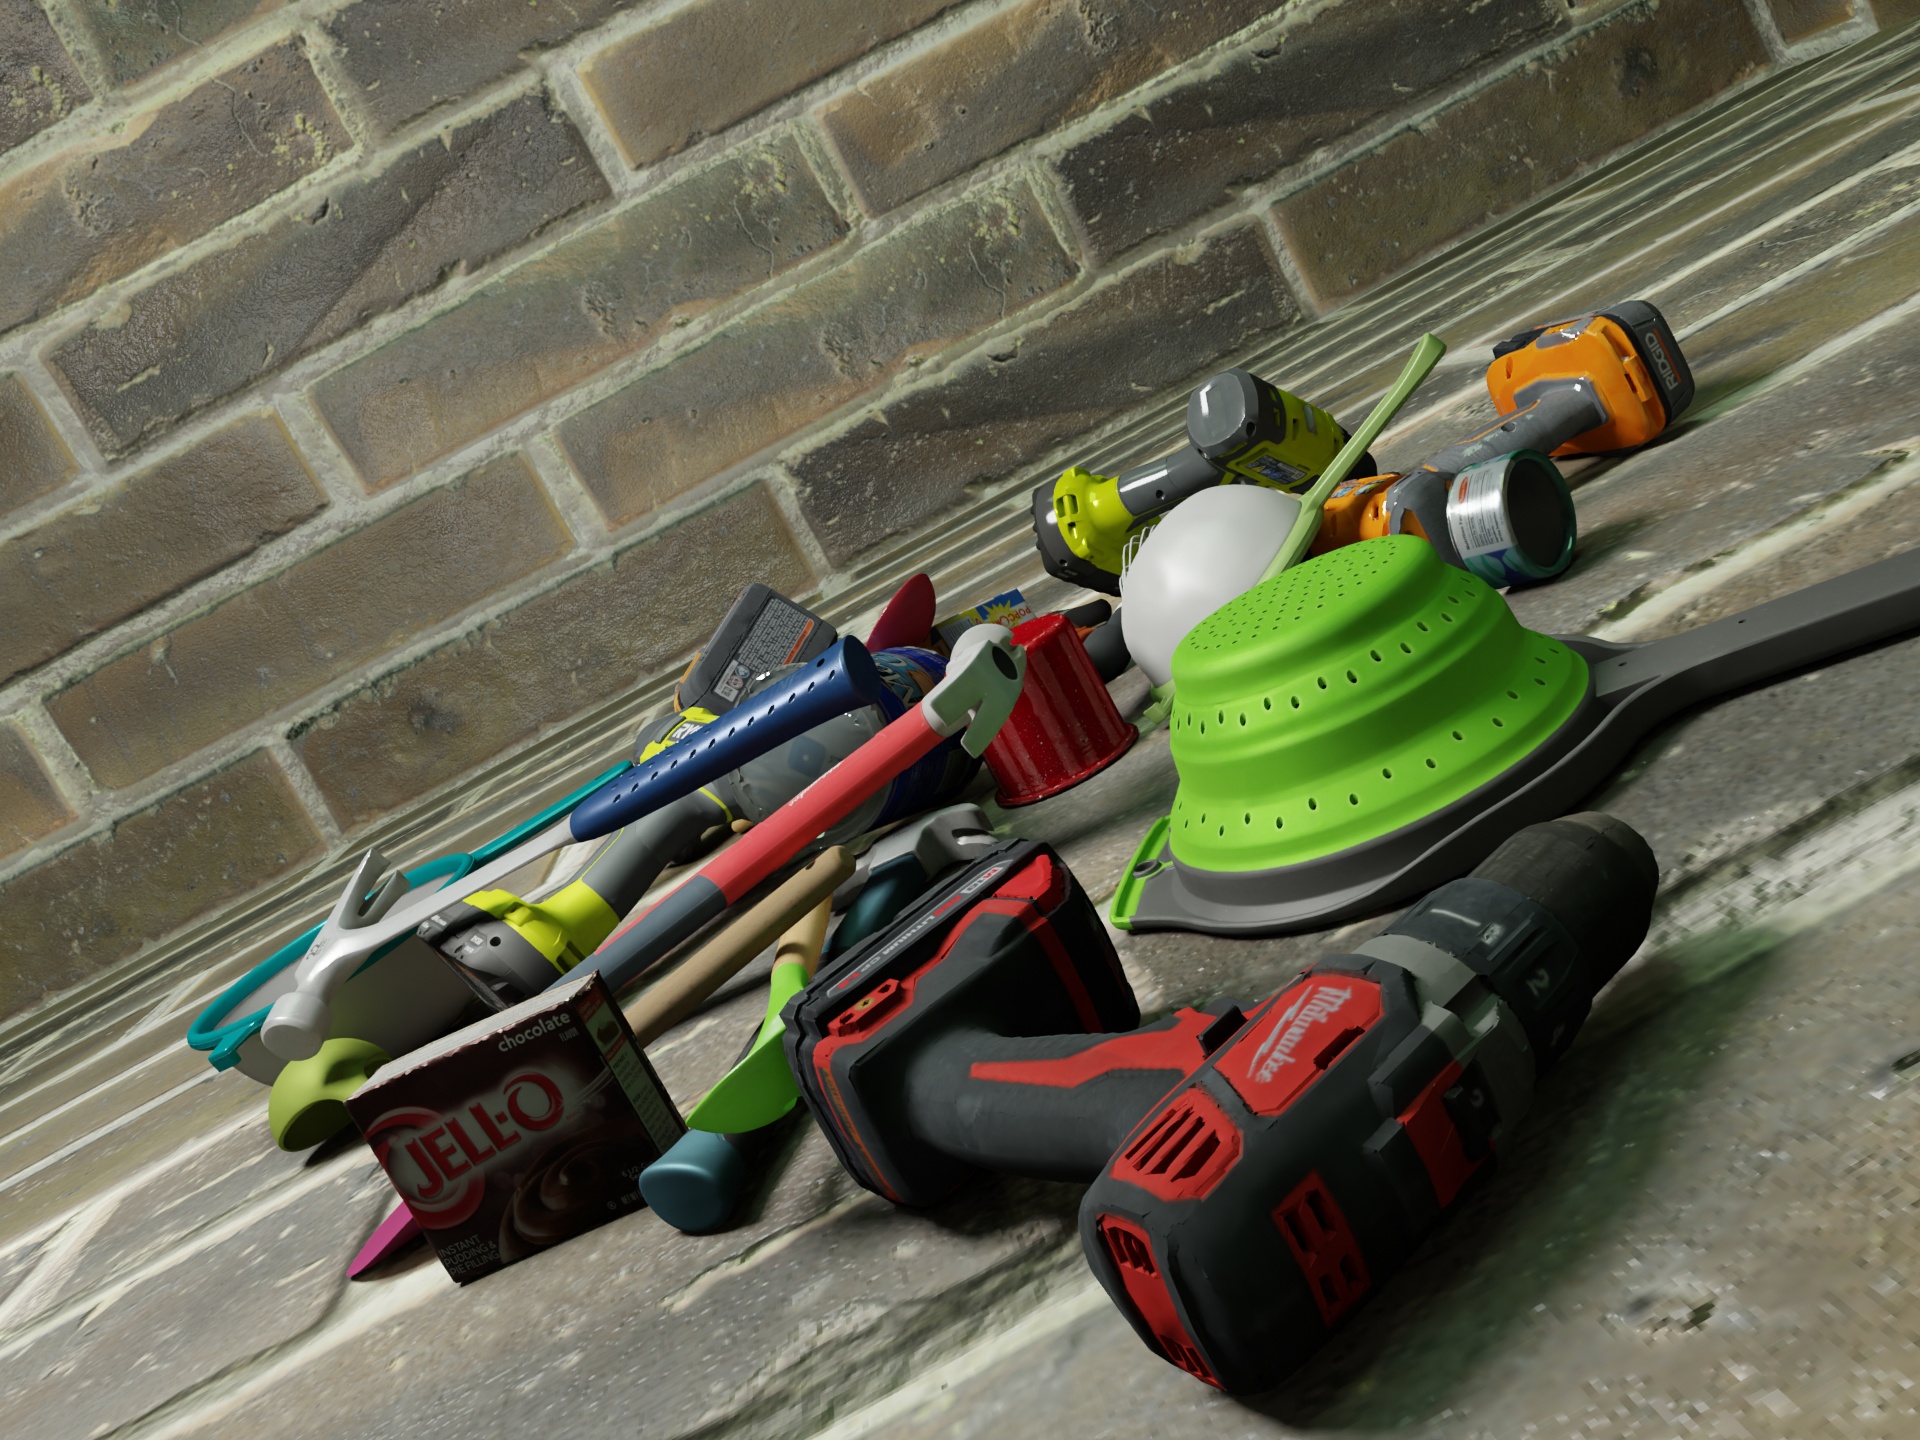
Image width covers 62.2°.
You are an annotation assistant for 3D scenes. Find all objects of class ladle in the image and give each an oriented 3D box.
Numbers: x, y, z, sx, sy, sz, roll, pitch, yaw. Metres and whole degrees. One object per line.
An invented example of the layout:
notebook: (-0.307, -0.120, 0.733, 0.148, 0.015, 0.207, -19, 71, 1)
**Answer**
ladle: (-0.297, 0.219, 0.853, 0.078, 0.062, 0.320, -38, 21, -34)
ladle: (-0.095, 0.002, 1.096, 0.069, 0.031, 0.315, -41, -4, -44)

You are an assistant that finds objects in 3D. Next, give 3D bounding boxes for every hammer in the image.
hammer: (-0.061, 0.119, 0.719, 0.128, 0.033, 0.331, -25, 12, 22)
hammer: (-0.217, 0.058, 0.878, 0.405, 0.035, 0.144, -28, 30, 21)
hammer: (-0.128, 0.089, 0.796, 0.386, 0.038, 0.143, -38, 7, 16)

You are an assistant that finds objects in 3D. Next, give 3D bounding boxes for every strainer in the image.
strainer: (-0.351, 0.152, 1.099, 0.340, 0.095, 0.211, -34, 14, -23)
strainer: (0.167, -0.124, 0.903, 0.256, 0.069, 0.151, -53, 3, 23)

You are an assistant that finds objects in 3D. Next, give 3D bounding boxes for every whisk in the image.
whisk: (-0.018, -0.037, 1.267, 0.296, 0.073, 0.073, -21, 11, 2)
whisk: (0.119, -0.078, 1.065, 0.070, 0.070, 0.285, -23, 11, 25)

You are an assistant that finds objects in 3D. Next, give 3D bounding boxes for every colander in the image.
colander: (0.217, -0.038, 0.589, 0.397, 0.094, 0.204, -23, 12, 26)

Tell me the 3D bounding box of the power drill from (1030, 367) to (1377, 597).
power drill: (0.186, -0.173, 1.207, 0.190, 0.080, 0.228, 12, -27, -44)

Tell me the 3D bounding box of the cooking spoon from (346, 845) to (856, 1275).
cooking spoon: (-0.161, 0.151, 0.687, 0.319, 0.017, 0.069, -40, 11, 19)

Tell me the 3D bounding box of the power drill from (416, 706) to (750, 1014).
power drill: (-0.216, 0.083, 0.982, 0.223, 0.080, 0.171, -47, 28, -23)

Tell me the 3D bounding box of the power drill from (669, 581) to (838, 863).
power drill: (-0.167, -0.010, 1.187, 0.226, 0.084, 0.185, -51, 11, 52)

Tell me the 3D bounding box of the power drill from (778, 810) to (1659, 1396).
power drill: (0.068, 0.085, 0.458, 0.188, 0.080, 0.227, -34, 15, -28)

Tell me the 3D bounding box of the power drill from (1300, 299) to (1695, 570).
power drill: (0.305, -0.157, 0.962, 0.226, 0.084, 0.164, -35, 12, -13)

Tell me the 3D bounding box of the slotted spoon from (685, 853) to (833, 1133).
slotted spoon: (-0.067, 0.099, 0.664, 0.070, 0.031, 0.314, -44, 7, 6)
